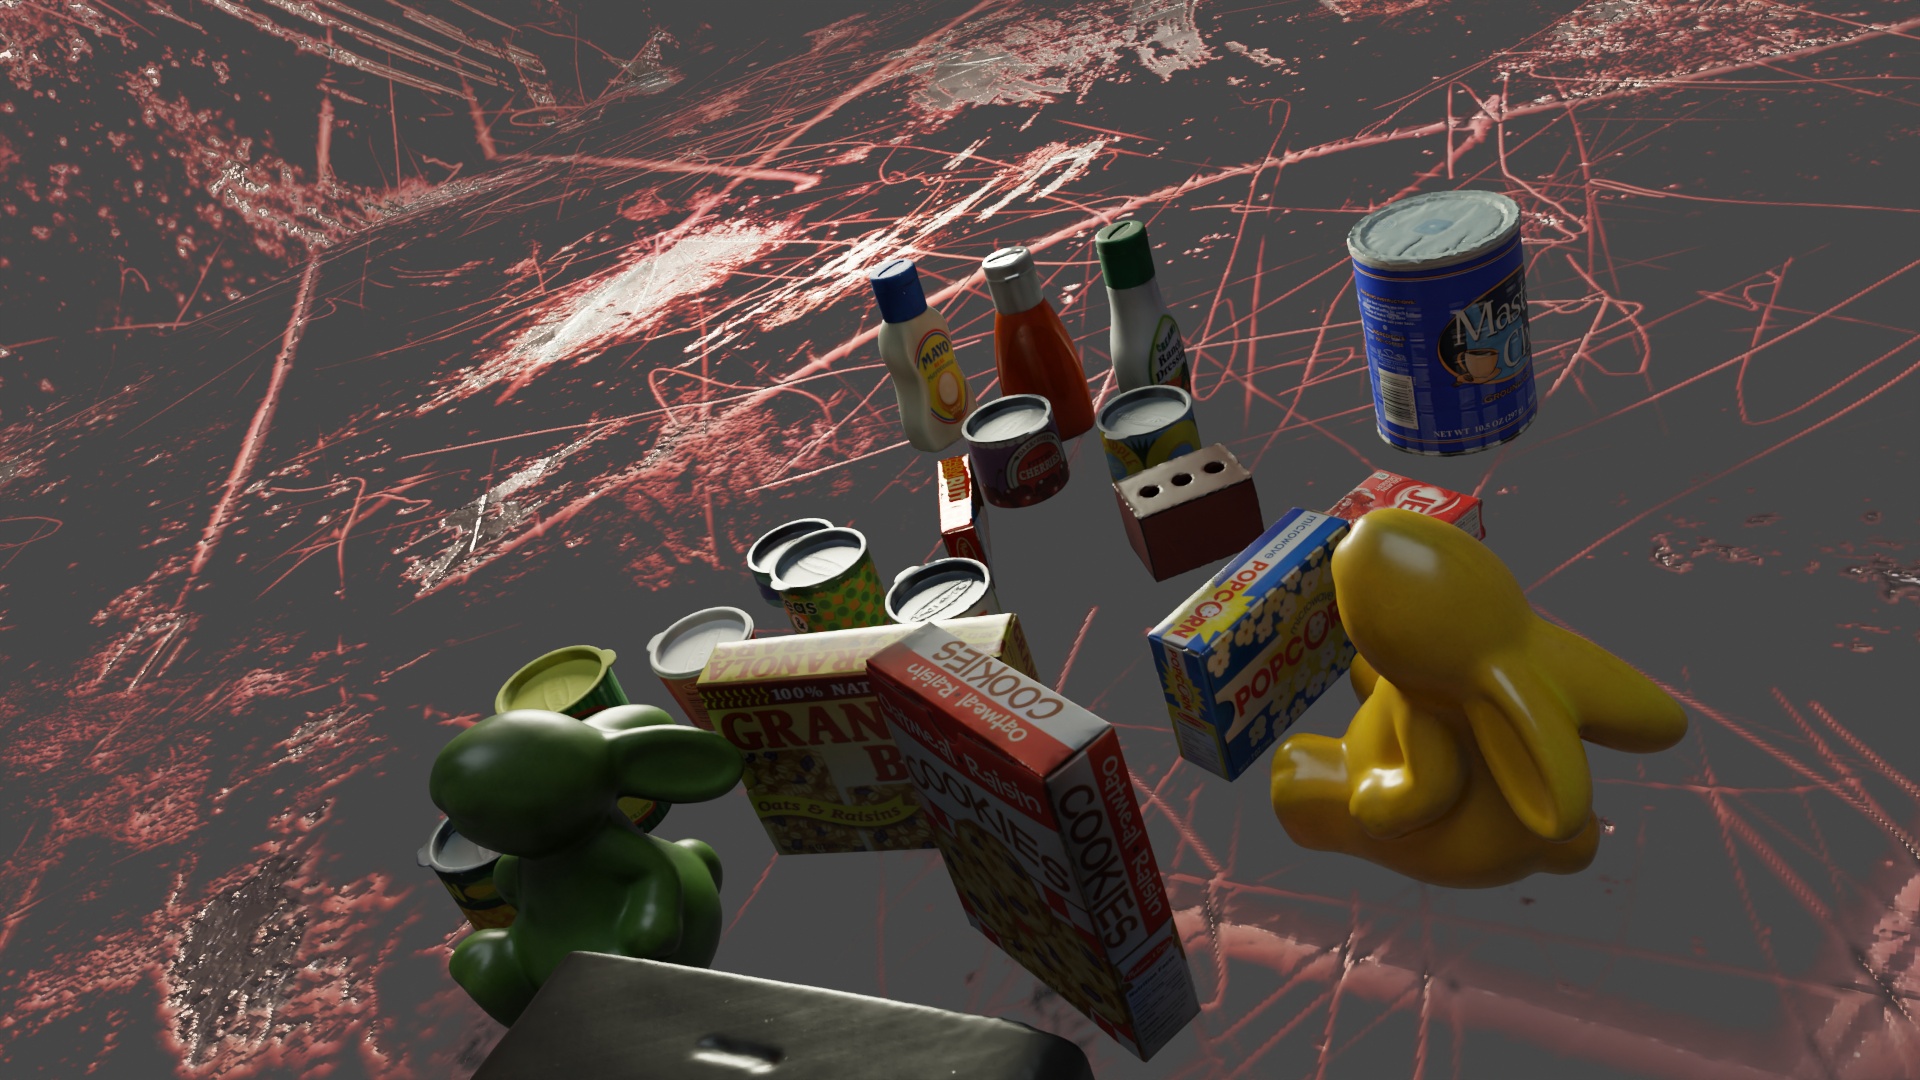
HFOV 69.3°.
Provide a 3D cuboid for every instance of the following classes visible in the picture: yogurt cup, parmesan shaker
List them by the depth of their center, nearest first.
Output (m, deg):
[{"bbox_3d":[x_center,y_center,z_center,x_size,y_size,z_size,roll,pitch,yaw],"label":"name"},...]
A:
[{"bbox_3d":[-0.212,0.120,0.801,0.071,0.102,0.071,-14,31,9],"label":"parmesan shaker"},{"bbox_3d":[-0.155,0.083,0.877,0.072,0.053,0.073,-14,31,9],"label":"yogurt cup"}]

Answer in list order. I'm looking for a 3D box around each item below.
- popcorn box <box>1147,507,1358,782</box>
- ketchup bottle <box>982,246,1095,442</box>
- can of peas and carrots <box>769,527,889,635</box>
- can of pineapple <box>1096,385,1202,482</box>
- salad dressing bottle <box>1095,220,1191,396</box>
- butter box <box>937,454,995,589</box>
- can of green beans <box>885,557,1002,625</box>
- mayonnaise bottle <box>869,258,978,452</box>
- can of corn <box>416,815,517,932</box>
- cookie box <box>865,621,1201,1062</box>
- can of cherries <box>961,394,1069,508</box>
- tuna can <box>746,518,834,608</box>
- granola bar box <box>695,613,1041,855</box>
[{"bbox_3d":[0.159,0.052,0.724,0.127,0.085,0.038,-37,35,-28],"label":"popcorn box"},{"bbox_3d":[0.054,-0.143,1.033,0.065,0.148,0.044,-17,30,4],"label":"ketchup bottle"},{"bbox_3d":[-0.086,0.035,0.912,0.071,0.058,0.071,-14,31,9],"label":"can of peas and carrots"},{"bbox_3d":[0.130,-0.065,0.954,0.071,0.057,0.071,-14,31,9],"label":"can of pineapple"},{"bbox_3d":[0.132,-0.159,1.015,0.044,0.147,0.064,9,40,39],"label":"salad dressing bottle"},{"bbox_3d":[0.003,-0.012,0.943,0.024,0.053,0.104,-15,31,7],"label":"butter box"},{"bbox_3d":[-0.006,0.053,0.840,0.071,0.057,0.071,-14,31,9],"label":"can of green beans"},{"bbox_3d":[-0.032,-0.145,1.082,0.041,0.147,0.065,13,43,42],"label":"mayonnaise bottle"},{"bbox_3d":[-0.255,0.180,0.772,0.071,0.058,0.071,-14,31,9],"label":"can of corn"},{"bbox_3d":[0.030,0.127,0.594,0.040,0.166,0.123,-34,34,-24],"label":"cookie box"},{"bbox_3d":[0.042,-0.063,1.000,0.071,0.058,0.072,-14,31,9],"label":"can of cherries"},{"bbox_3d":[-0.113,0.017,0.982,0.071,0.032,0.071,-14,31,9],"label":"tuna can"},{"bbox_3d":[-0.037,0.103,0.711,0.165,0.123,0.039,-7,32,19],"label":"granola bar box"}]
